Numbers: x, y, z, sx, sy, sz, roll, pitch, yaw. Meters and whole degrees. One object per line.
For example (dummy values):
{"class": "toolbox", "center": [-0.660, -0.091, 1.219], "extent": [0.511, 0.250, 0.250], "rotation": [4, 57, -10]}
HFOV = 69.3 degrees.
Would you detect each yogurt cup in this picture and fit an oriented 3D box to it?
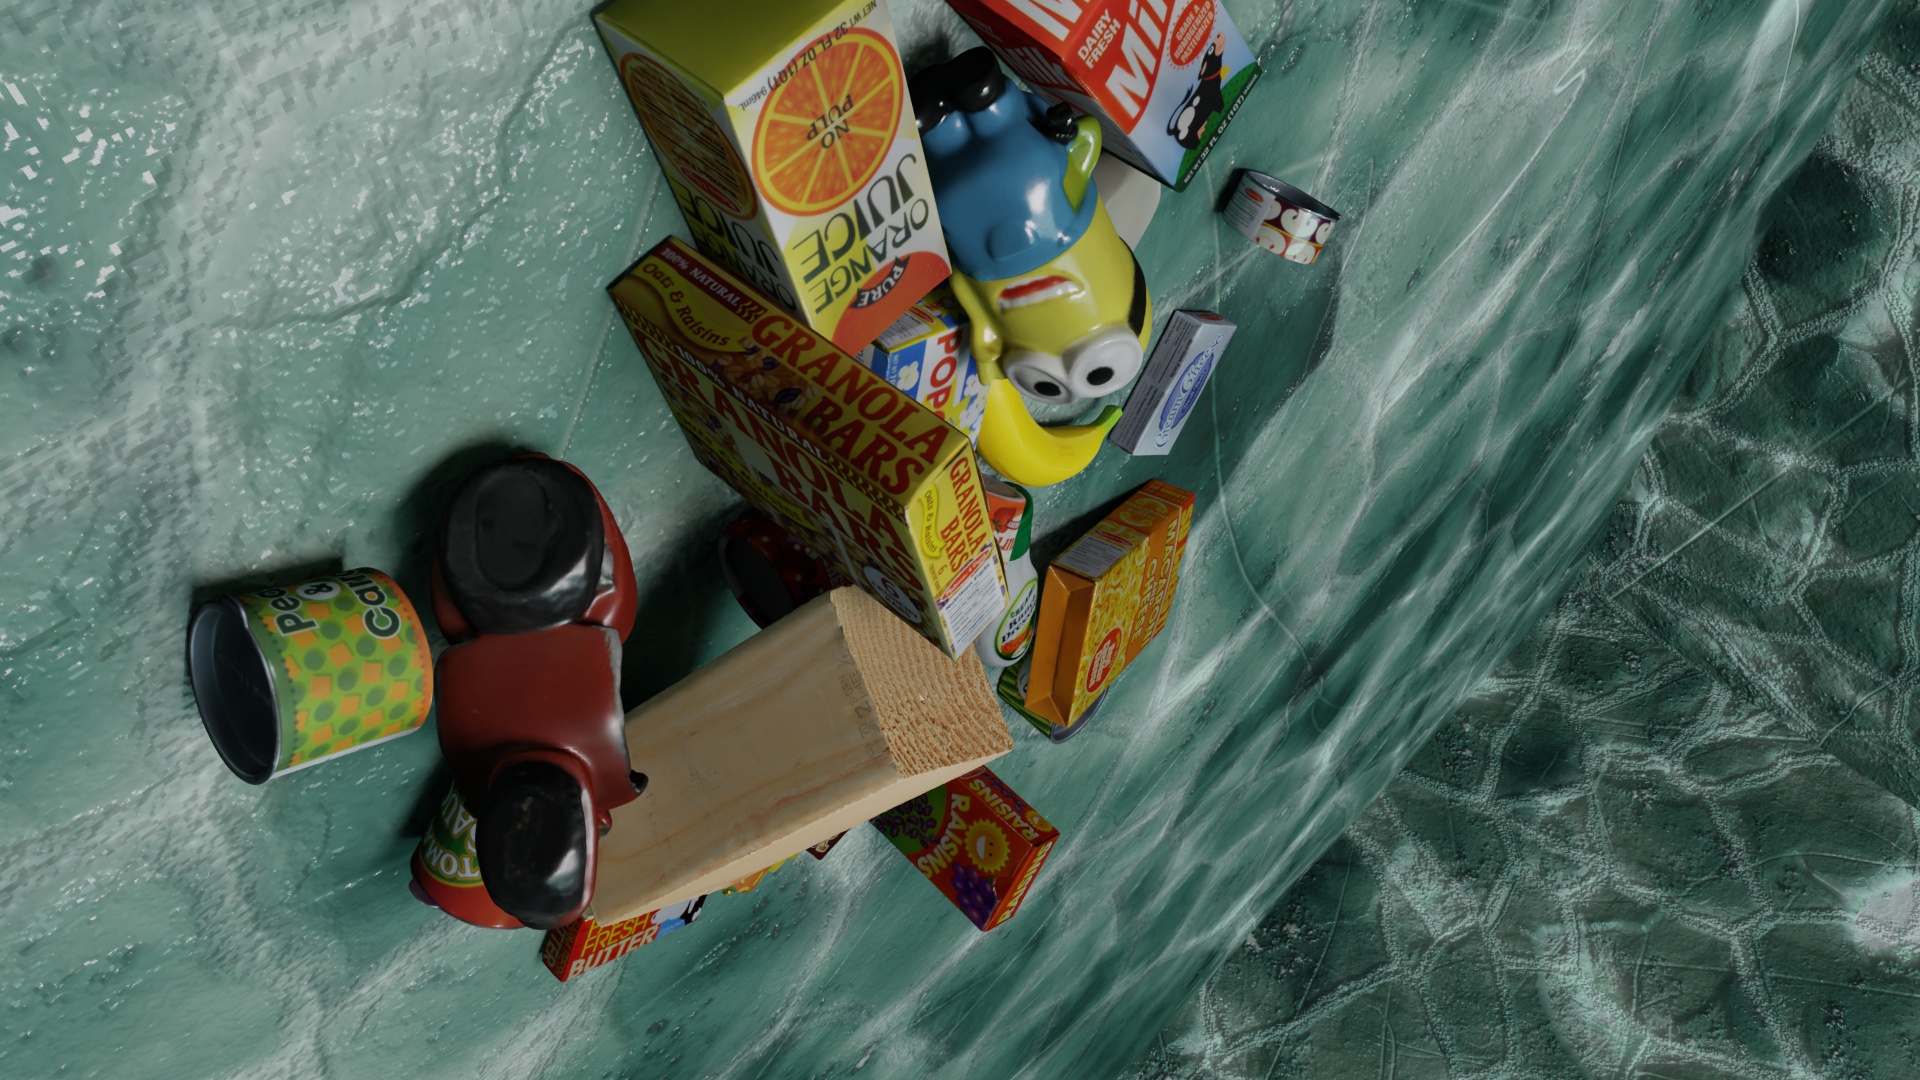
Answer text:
{"class": "yogurt cup", "center": [0.003, -0.010, 0.802], "extent": [0.072, 0.072, 0.053], "rotation": [2, 114, -58]}

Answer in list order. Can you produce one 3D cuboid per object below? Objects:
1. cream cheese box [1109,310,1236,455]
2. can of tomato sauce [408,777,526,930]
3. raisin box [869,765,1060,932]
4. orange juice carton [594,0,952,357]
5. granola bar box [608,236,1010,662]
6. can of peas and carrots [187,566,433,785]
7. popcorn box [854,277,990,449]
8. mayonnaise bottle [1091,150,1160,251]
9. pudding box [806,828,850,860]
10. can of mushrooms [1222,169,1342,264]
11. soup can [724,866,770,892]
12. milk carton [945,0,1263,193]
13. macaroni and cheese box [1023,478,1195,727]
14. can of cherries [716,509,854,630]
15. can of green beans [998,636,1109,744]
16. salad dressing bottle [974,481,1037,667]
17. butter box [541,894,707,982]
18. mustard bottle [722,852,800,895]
{"class": "cream cheese box", "center": [0.144, -0.107, 0.944], "extent": [0.053, 0.024, 0.103], "rotation": [-7, 129, -53]}
{"class": "can of tomato sauce", "center": [-0.206, 0.125, 0.640], "extent": [0.071, 0.071, 0.083], "rotation": [8, 116, -60]}
{"class": "raisin box", "center": [0.001, 0.206, 0.997], "extent": [0.040, 0.123, 0.085], "rotation": [-9, 131, -54]}
{"class": "orange juice carton", "center": [-0.060, -0.134, 0.539], "extent": [0.072, 0.073, 0.191], "rotation": [-44, 153, -15]}
{"class": "granola bar box", "center": [-0.057, -0.036, 0.561], "extent": [0.039, 0.166, 0.123], "rotation": [-45, 153, -17]}
{"class": "can of peas and carrots", "center": [-0.233, 0.045, 0.499], "extent": [0.059, 0.071, 0.070], "rotation": [-17, 137, -49]}
{"class": "popcorn box", "center": [-0.027, -0.066, 0.711], "extent": [0.085, 0.038, 0.126], "rotation": [-30, 146, -40]}
{"class": "mayonnaise bottle", "center": [0.073, -0.170, 0.739], "extent": [0.065, 0.041, 0.147], "rotation": [-2, 124, -59]}
{"class": "pudding box", "center": [-0.081, 0.168, 0.926], "extent": [0.084, 0.030, 0.049], "rotation": [-46, 152, -11]}
{"class": "can of mushrooms", "center": [0.201, -0.201, 0.867], "extent": [0.071, 0.071, 0.033], "rotation": [-11, 134, -52]}
{"class": "soup can", "center": [-0.120, 0.150, 0.803], "extent": [0.083, 0.071, 0.071], "rotation": [-54, 153, 5]}
{"class": "milk carton", "center": [0.059, -0.230, 0.606], "extent": [0.072, 0.073, 0.190], "rotation": [-57, 152, 9]}
{"class": "macaroni and cheese box", "center": [0.111, 0.042, 1.006], "extent": [0.167, 0.040, 0.123], "rotation": [-35, 141, -49]}
{"class": "can of cherries", "center": [-0.077, 0.011, 0.692], "extent": [0.058, 0.071, 0.071], "rotation": [-33, 148, -31]}
{"class": "can of green beans", "center": [0.071, 0.112, 1.063], "extent": [0.071, 0.058, 0.071], "rotation": [-37, 150, -26]}
{"class": "salad dressing bottle", "center": [0.025, 0.023, 0.897], "extent": [0.064, 0.044, 0.146], "rotation": [-48, 155, -31]}
{"class": "butter box", "center": [-0.193, 0.216, 0.817], "extent": [0.104, 0.024, 0.053], "rotation": [-13, 134, -52]}
{"class": "mustard bottle", "center": [-0.098, 0.155, 0.862], "extent": [0.160, 0.049, 0.065], "rotation": [-49, 158, -5]}
